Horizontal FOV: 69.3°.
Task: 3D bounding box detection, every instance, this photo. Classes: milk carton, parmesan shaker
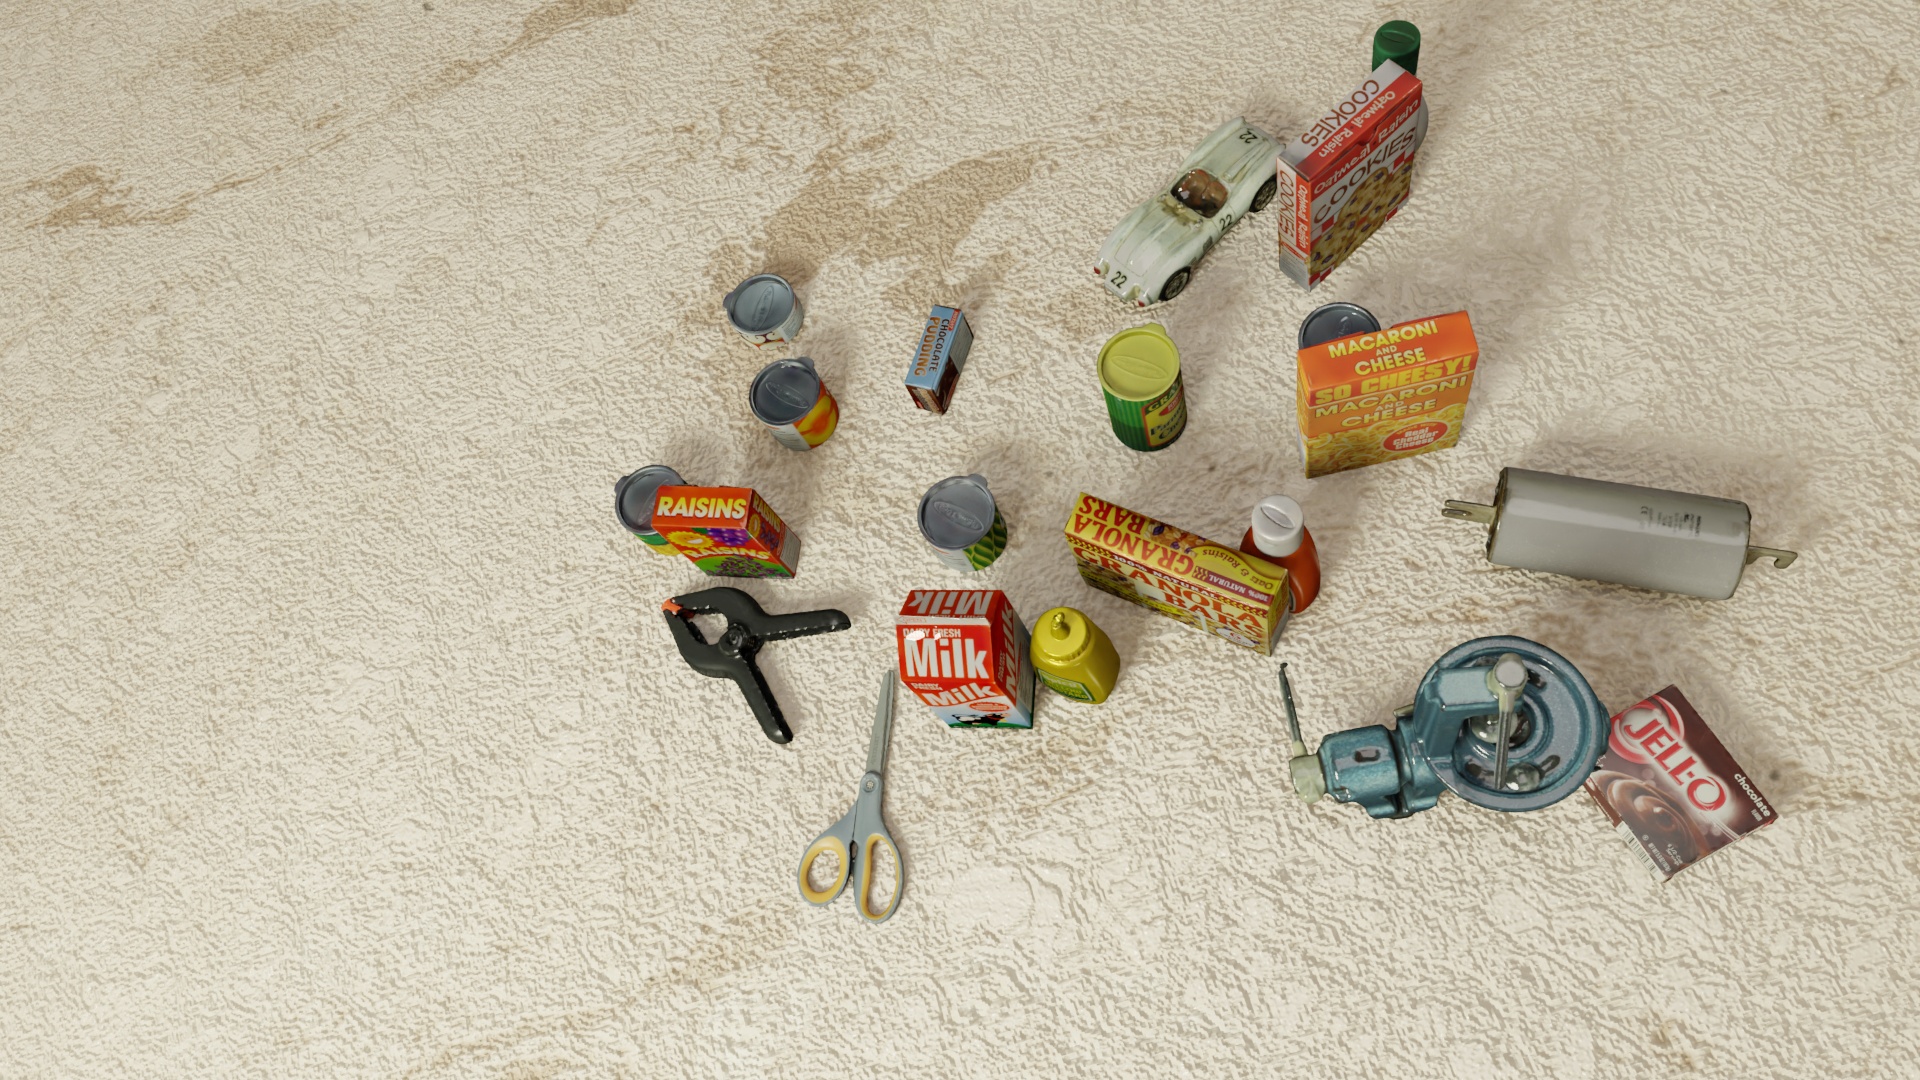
[{"bbox_3d":[0.006,0.087,1.051,0.072,0.190,0.073,0,69,14],"label":"milk carton"},{"bbox_3d":[0.153,-0.125,1.148,0.071,0.103,0.071,-5,68,12],"label":"parmesan shaker"}]

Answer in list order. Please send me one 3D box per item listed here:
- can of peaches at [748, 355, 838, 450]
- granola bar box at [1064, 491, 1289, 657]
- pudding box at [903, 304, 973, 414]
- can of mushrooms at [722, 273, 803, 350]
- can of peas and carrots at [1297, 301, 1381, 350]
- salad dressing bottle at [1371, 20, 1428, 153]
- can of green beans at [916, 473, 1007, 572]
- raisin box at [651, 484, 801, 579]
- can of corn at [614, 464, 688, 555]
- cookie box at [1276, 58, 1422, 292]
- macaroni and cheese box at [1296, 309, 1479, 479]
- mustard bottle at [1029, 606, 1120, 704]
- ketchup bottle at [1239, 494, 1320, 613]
[{"bbox_3d":[-0.147,-0.123,1.243,0.071,0.058,0.071,-5,68,12],"label":"can of peaches"},{"bbox_3d":[0.168,0.029,1.072,0.166,0.124,0.039,22,76,20],"label":"granola bar box"},{"bbox_3d":[-0.018,-0.161,1.232,0.030,0.049,0.084,14,73,18],"label":"pudding box"},{"bbox_3d":[-0.185,-0.214,1.302,0.071,0.033,0.071,-5,68,12],"label":"can of mushrooms"},{"bbox_3d":[0.315,-0.153,1.146,0.071,0.058,0.071,-5,68,12],"label":"can of peas and carrots"},{"bbox_3d":[0.365,-0.375,1.173,0.064,0.147,0.044,24,77,21],"label":"salad dressing bottle"},{"bbox_3d":[0.003,-0.013,1.164,0.071,0.057,0.071,-5,68,12],"label":"can of green beans"},{"bbox_3d":[-0.195,-0.007,1.172,0.086,0.123,0.040,2,70,14],"label":"raisin box"},{"bbox_3d":[-0.266,-0.027,1.233,0.071,0.058,0.071,-5,68,12],"label":"can of corn"},{"bbox_3d":[0.318,-0.295,1.141,0.123,0.167,0.040,-42,66,-5],"label":"cookie box"},{"bbox_3d":[0.322,-0.109,1.067,0.124,0.166,0.040,-13,67,8],"label":"macaroni and cheese box"},{"bbox_3d":[0.082,0.083,1.051,0.065,0.159,0.049,17,74,19],"label":"mustard bottle"},{"bbox_3d":[0.241,0.008,1.050,0.065,0.148,0.043,35,81,23],"label":"ketchup bottle"}]
